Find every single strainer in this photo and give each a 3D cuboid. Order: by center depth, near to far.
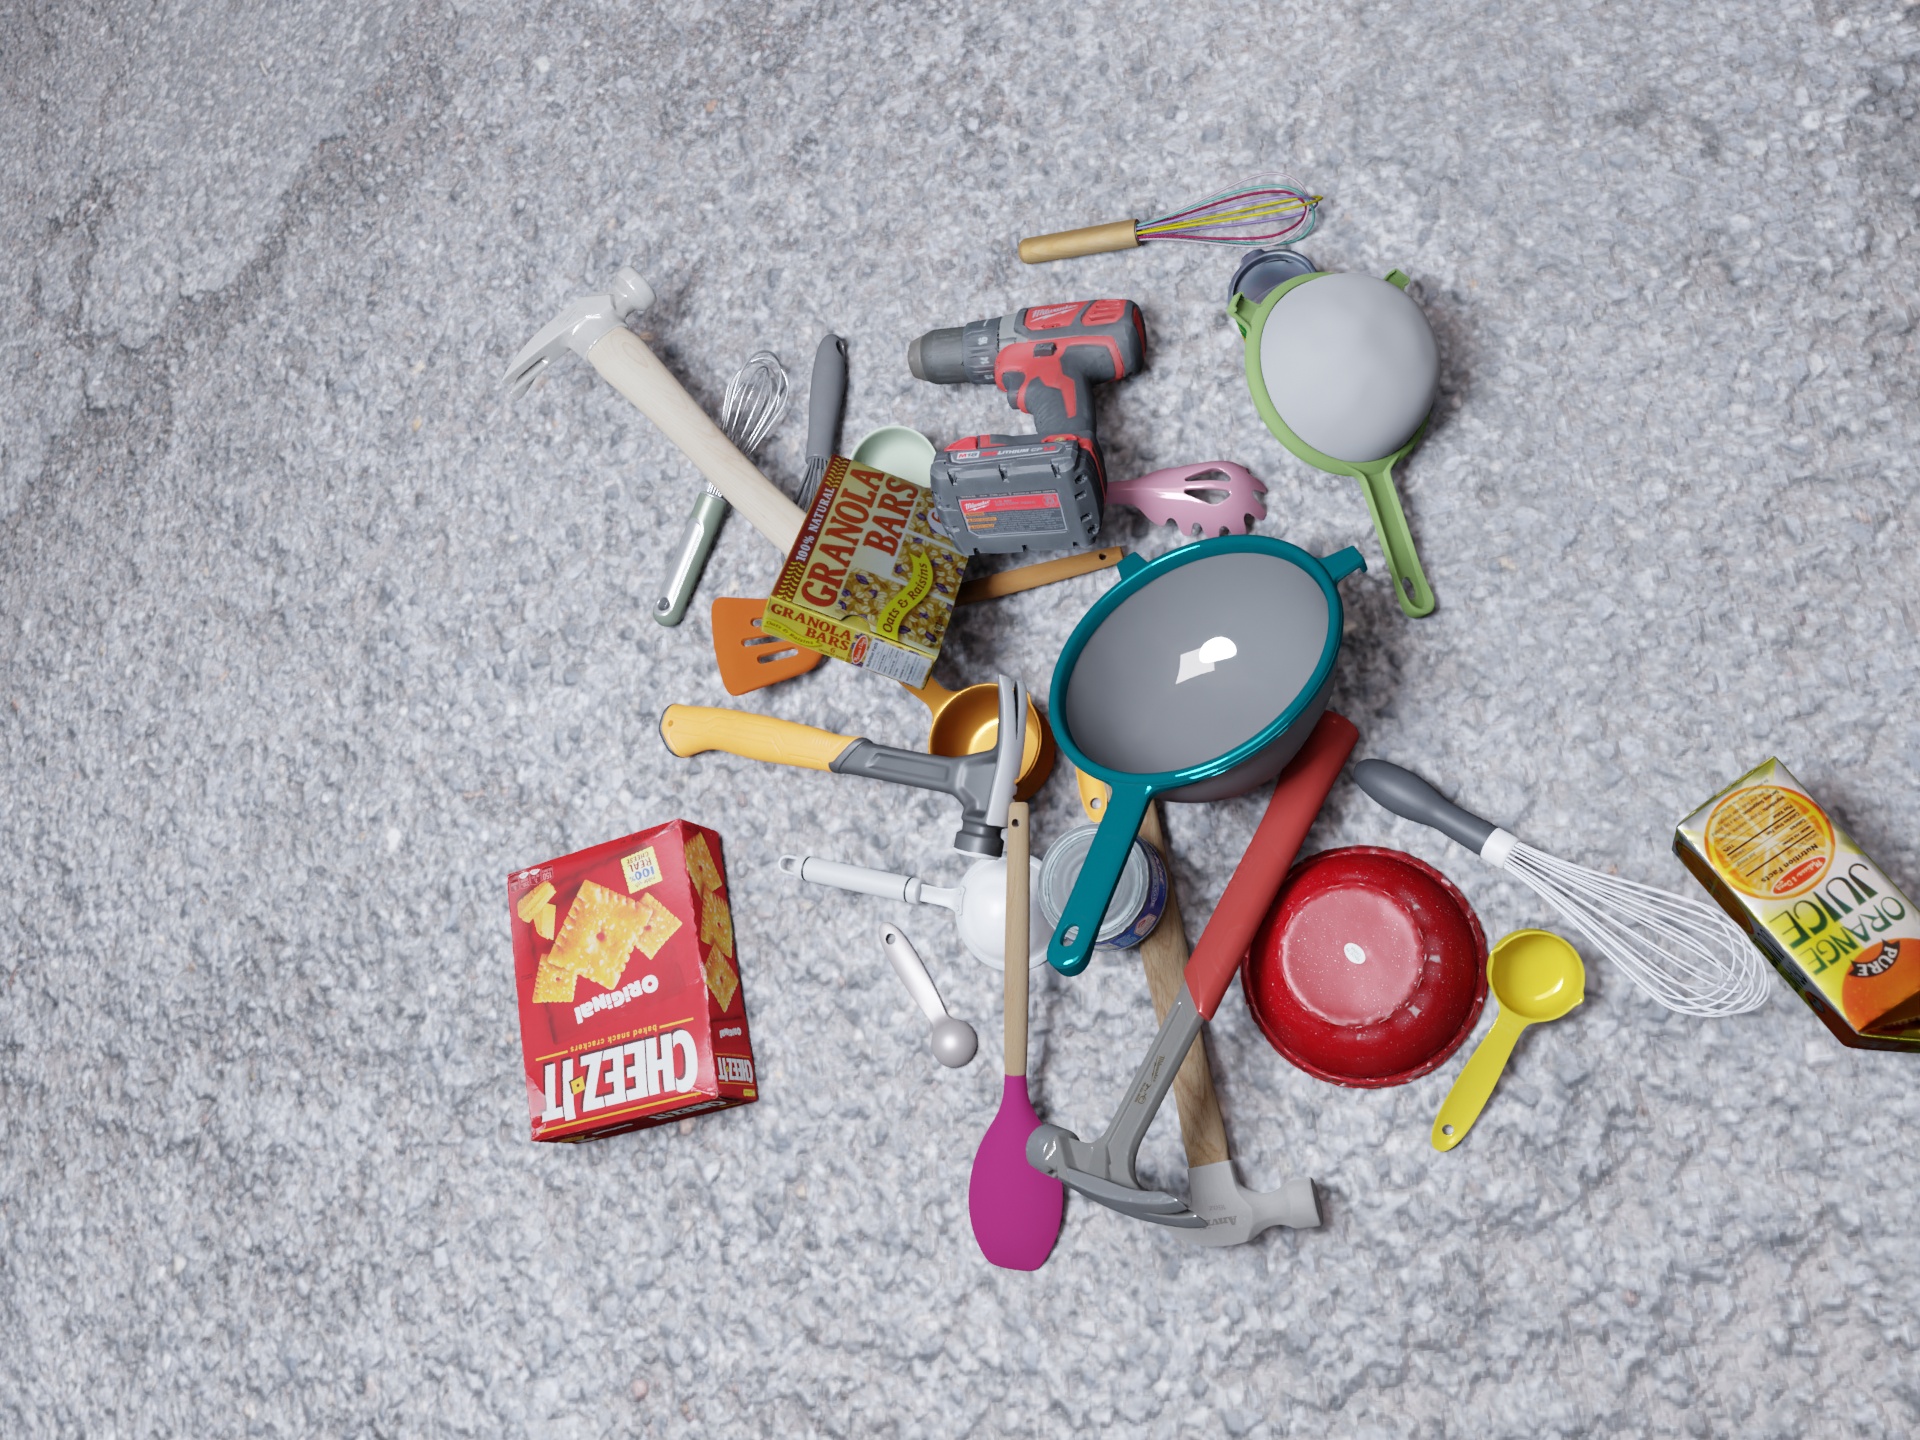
[{"bbox_3d":[0.147,0.033,1.058,0.211,0.095,0.340,3,57,40],"label":"strainer"},{"bbox_3d":[0.290,-0.199,1.088,0.151,0.069,0.256,-13,83,-21],"label":"strainer"},{"bbox_3d":[-0.027,0.128,1.164,0.258,0.050,0.087,8,92,27],"label":"strainer"}]

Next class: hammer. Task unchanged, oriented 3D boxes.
[{"bbox_3d":[0.174,0.146,1.016,0.149,0.036,0.359,-1,52,57],"label":"hammer"},{"bbox_3d":[0.142,0.186,1.082,0.130,0.031,0.331,-17,69,16],"label":"hammer"},{"bbox_3d":[-0.099,0.015,1.189,0.337,0.034,0.127,8,86,36],"label":"hammer"},{"bbox_3d":[-0.195,-0.198,1.255,0.146,0.038,0.411,-42,68,-8],"label":"hammer"}]

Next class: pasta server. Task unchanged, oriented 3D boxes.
[{"bbox_3d":[0.069,-0.167,1.198,0.316,0.040,0.060,1,75,18],"label":"pasta server"}]

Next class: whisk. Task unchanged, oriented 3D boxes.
[{"bbox_3d":[0.372,0.097,1.007,0.285,0.070,0.070,33,89,31],"label":"whisk"},{"bbox_3d":[0.161,-0.385,1.244,0.245,0.051,0.047,-2,53,25],"label":"whisk"},{"bbox_3d":[-0.113,-0.211,1.297,0.055,0.055,0.239,-4,68,21],"label":"whisk"},{"bbox_3d":[-0.203,-0.193,1.324,0.058,0.059,0.246,20,88,28],"label":"whisk"}]

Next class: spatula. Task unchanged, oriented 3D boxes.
[{"bbox_3d":[-0.034,-0.090,1.220,0.322,0.041,0.081,-13,79,13],"label":"spatula"}]

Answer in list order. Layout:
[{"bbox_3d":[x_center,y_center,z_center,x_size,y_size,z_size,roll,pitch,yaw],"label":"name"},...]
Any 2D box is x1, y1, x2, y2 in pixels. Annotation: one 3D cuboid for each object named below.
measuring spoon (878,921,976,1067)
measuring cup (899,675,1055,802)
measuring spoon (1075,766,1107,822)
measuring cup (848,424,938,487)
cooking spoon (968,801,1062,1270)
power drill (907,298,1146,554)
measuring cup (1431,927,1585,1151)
[{"bbox_3d":[-0.030,0.196,1.154,0.034,0.018,0.124,-38,64,8],"label":"measuring spoon"},{"bbox_3d":[-0.002,-0.004,1.186,0.174,0.052,0.095,42,93,28],"label":"measuring cup"},{"bbox_3d":[0.093,0.019,1.165,0.021,0.011,0.117,-13,74,18],"label":"measuring spoon"},{"bbox_3d":[-0.052,-0.148,1.262,0.083,0.038,0.167,5,94,13],"label":"measuring cup"},{"bbox_3d":[0.037,0.215,1.085,0.069,0.017,0.319,1,89,23],"label":"cooking spoon"},{"bbox_3d":[0.035,-0.229,1.188,0.188,0.080,0.227,-1,49,18],"label":"power drill"},{"bbox_3d":[0.338,0.202,1.005,0.062,0.029,0.156,28,99,8],"label":"measuring cup"}]
